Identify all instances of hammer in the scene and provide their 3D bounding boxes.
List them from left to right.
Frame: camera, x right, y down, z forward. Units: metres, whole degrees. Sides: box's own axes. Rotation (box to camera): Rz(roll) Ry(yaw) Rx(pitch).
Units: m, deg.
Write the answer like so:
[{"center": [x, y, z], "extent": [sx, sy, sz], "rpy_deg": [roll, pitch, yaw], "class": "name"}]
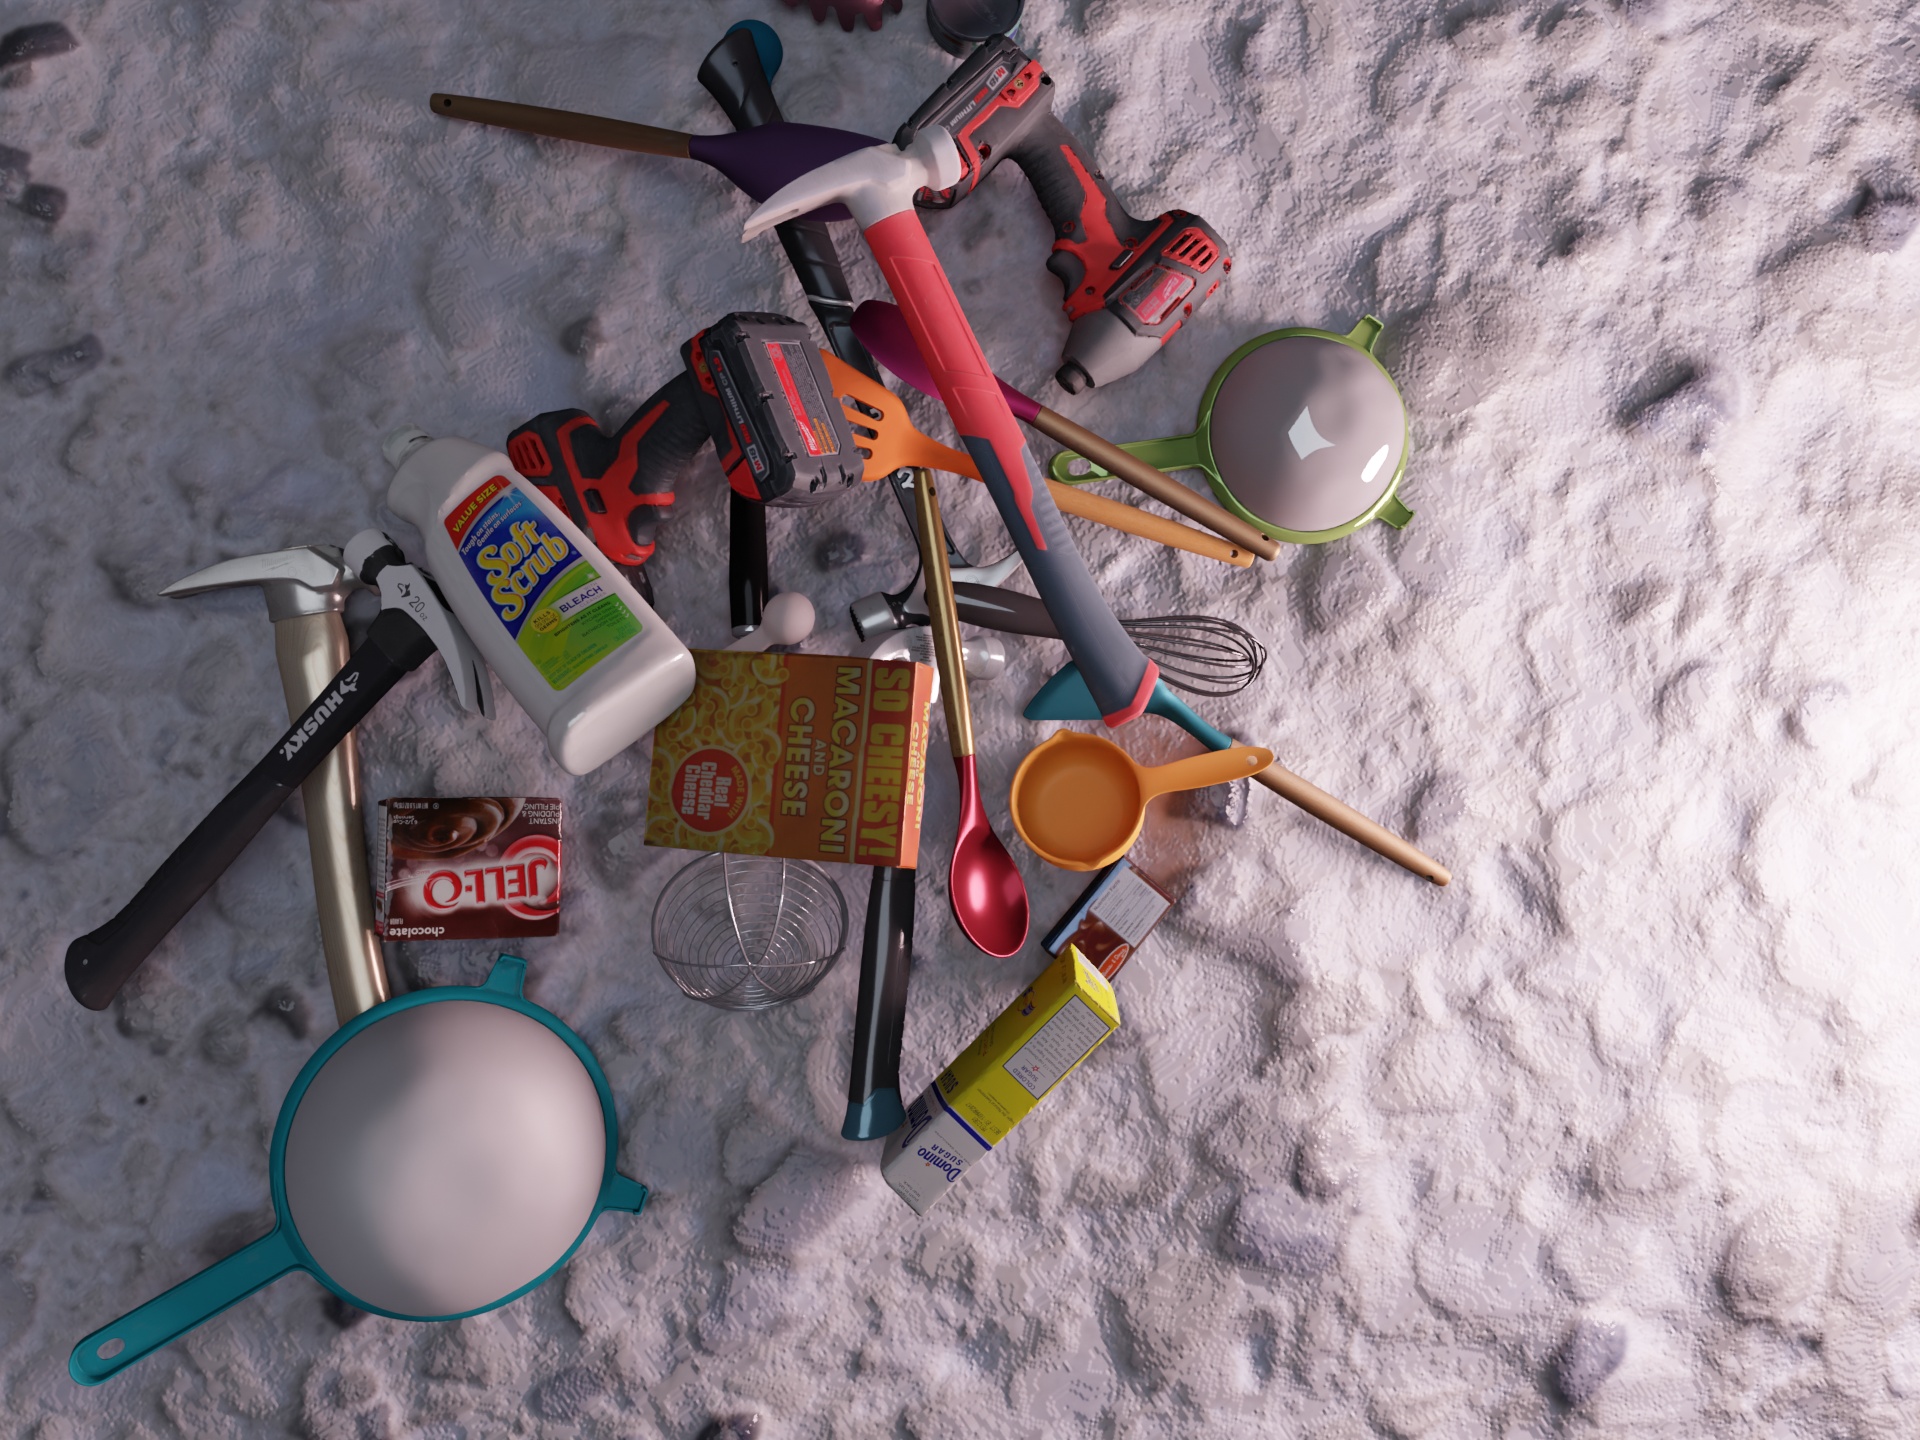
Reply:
[{"center": [-0.425, 0.048, 0.975], "extent": [0.146, 0.035, 0.335], "rpy_deg": [43, 92, 21], "class": "hammer"}, {"center": [-0.408, 0.094, 1.024], "extent": [0.146, 0.038, 0.410], "rpy_deg": [-9, 89, -4], "class": "hammer"}, {"center": [-0.073, -0.262, 1.056], "extent": [0.149, 0.036, 0.409], "rpy_deg": [-23, 93, -7], "class": "hammer"}, {"center": [-0.042, 0.102, 1.024], "extent": [0.128, 0.033, 0.331], "rpy_deg": [8, 85, -37], "class": "hammer"}, {"center": [0.007, -0.167, 0.984], "extent": [0.143, 0.038, 0.386], "rpy_deg": [-26, 91, -11], "class": "hammer"}]

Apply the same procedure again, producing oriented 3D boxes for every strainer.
[{"center": [-0.363, 0.302, 0.951], "extent": [0.340, 0.095, 0.211], "rpy_deg": [-28, 98, -20], "class": "strainer"}, {"center": [0.188, -0.190, 1.068], "extent": [0.256, 0.069, 0.151], "rpy_deg": [-9, 89, -7], "class": "strainer"}]

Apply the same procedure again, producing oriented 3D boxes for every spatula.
[{"center": [-0.198, -0.374, 1.032], "extent": [0.316, 0.018, 0.060], "rpy_deg": [13, 98, 9], "class": "spatula"}, {"center": [0.044, -0.153, 1.034], "extent": [0.322, 0.041, 0.081], "rpy_deg": [17, 96, -9], "class": "spatula"}, {"center": [0.197, 0.040, 1.073], "extent": [0.317, 0.082, 0.044], "rpy_deg": [30, 54, -8], "class": "spatula"}]

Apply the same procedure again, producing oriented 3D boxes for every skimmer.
[{"center": [-0.141, 0.008, 1.054], "extent": [0.127, 0.090, 0.363], "rpy_deg": [-1, 78, -9], "class": "skimmer"}]

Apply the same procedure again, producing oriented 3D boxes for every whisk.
[{"center": [0.091, -0.059, 1.056], "extent": [0.239, 0.055, 0.055], "rpy_deg": [12, 87, -10], "class": "whisk"}]

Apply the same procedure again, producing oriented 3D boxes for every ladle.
[{"center": [-0.002, -0.003, 1.017], "extent": [0.069, 0.031, 0.315], "rpy_deg": [-14, 97, -49], "class": "ladle"}]

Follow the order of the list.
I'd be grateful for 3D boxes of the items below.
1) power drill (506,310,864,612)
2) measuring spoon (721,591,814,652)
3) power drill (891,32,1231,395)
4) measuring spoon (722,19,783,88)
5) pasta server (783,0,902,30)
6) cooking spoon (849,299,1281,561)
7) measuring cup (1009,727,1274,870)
[{"center": [-0.173, -0.133, 0.989], "extent": [0.226, 0.080, 0.188], "rpy_deg": [-21, 90, 31], "class": "power drill"}, {"center": [-0.147, -0.040, 1.008], "extent": [0.124, 0.018, 0.034], "rpy_deg": [-36, 72, 4], "class": "measuring spoon"}, {"center": [0.060, -0.329, 1.061], "extent": [0.219, 0.078, 0.143], "rpy_deg": [43, 86, -5], "class": "power drill"}, {"center": [-0.132, -0.412, 1.070], "extent": [0.042, 0.021, 0.128], "rpy_deg": [-12, 88, -5], "class": "measuring spoon"}, {"center": [-0.196, -0.509, 1.068], "extent": [0.316, 0.040, 0.060], "rpy_deg": [4, 88, -1], "class": "pasta server"}, {"center": [0.072, -0.187, 1.035], "extent": [0.319, 0.017, 0.069], "rpy_deg": [29, 46, -7], "class": "cooking spoon"}, {"center": [0.120, 0.047, 1.049], "extent": [0.173, 0.052, 0.095], "rpy_deg": [-13, 75, 4], "class": "measuring cup"}]
